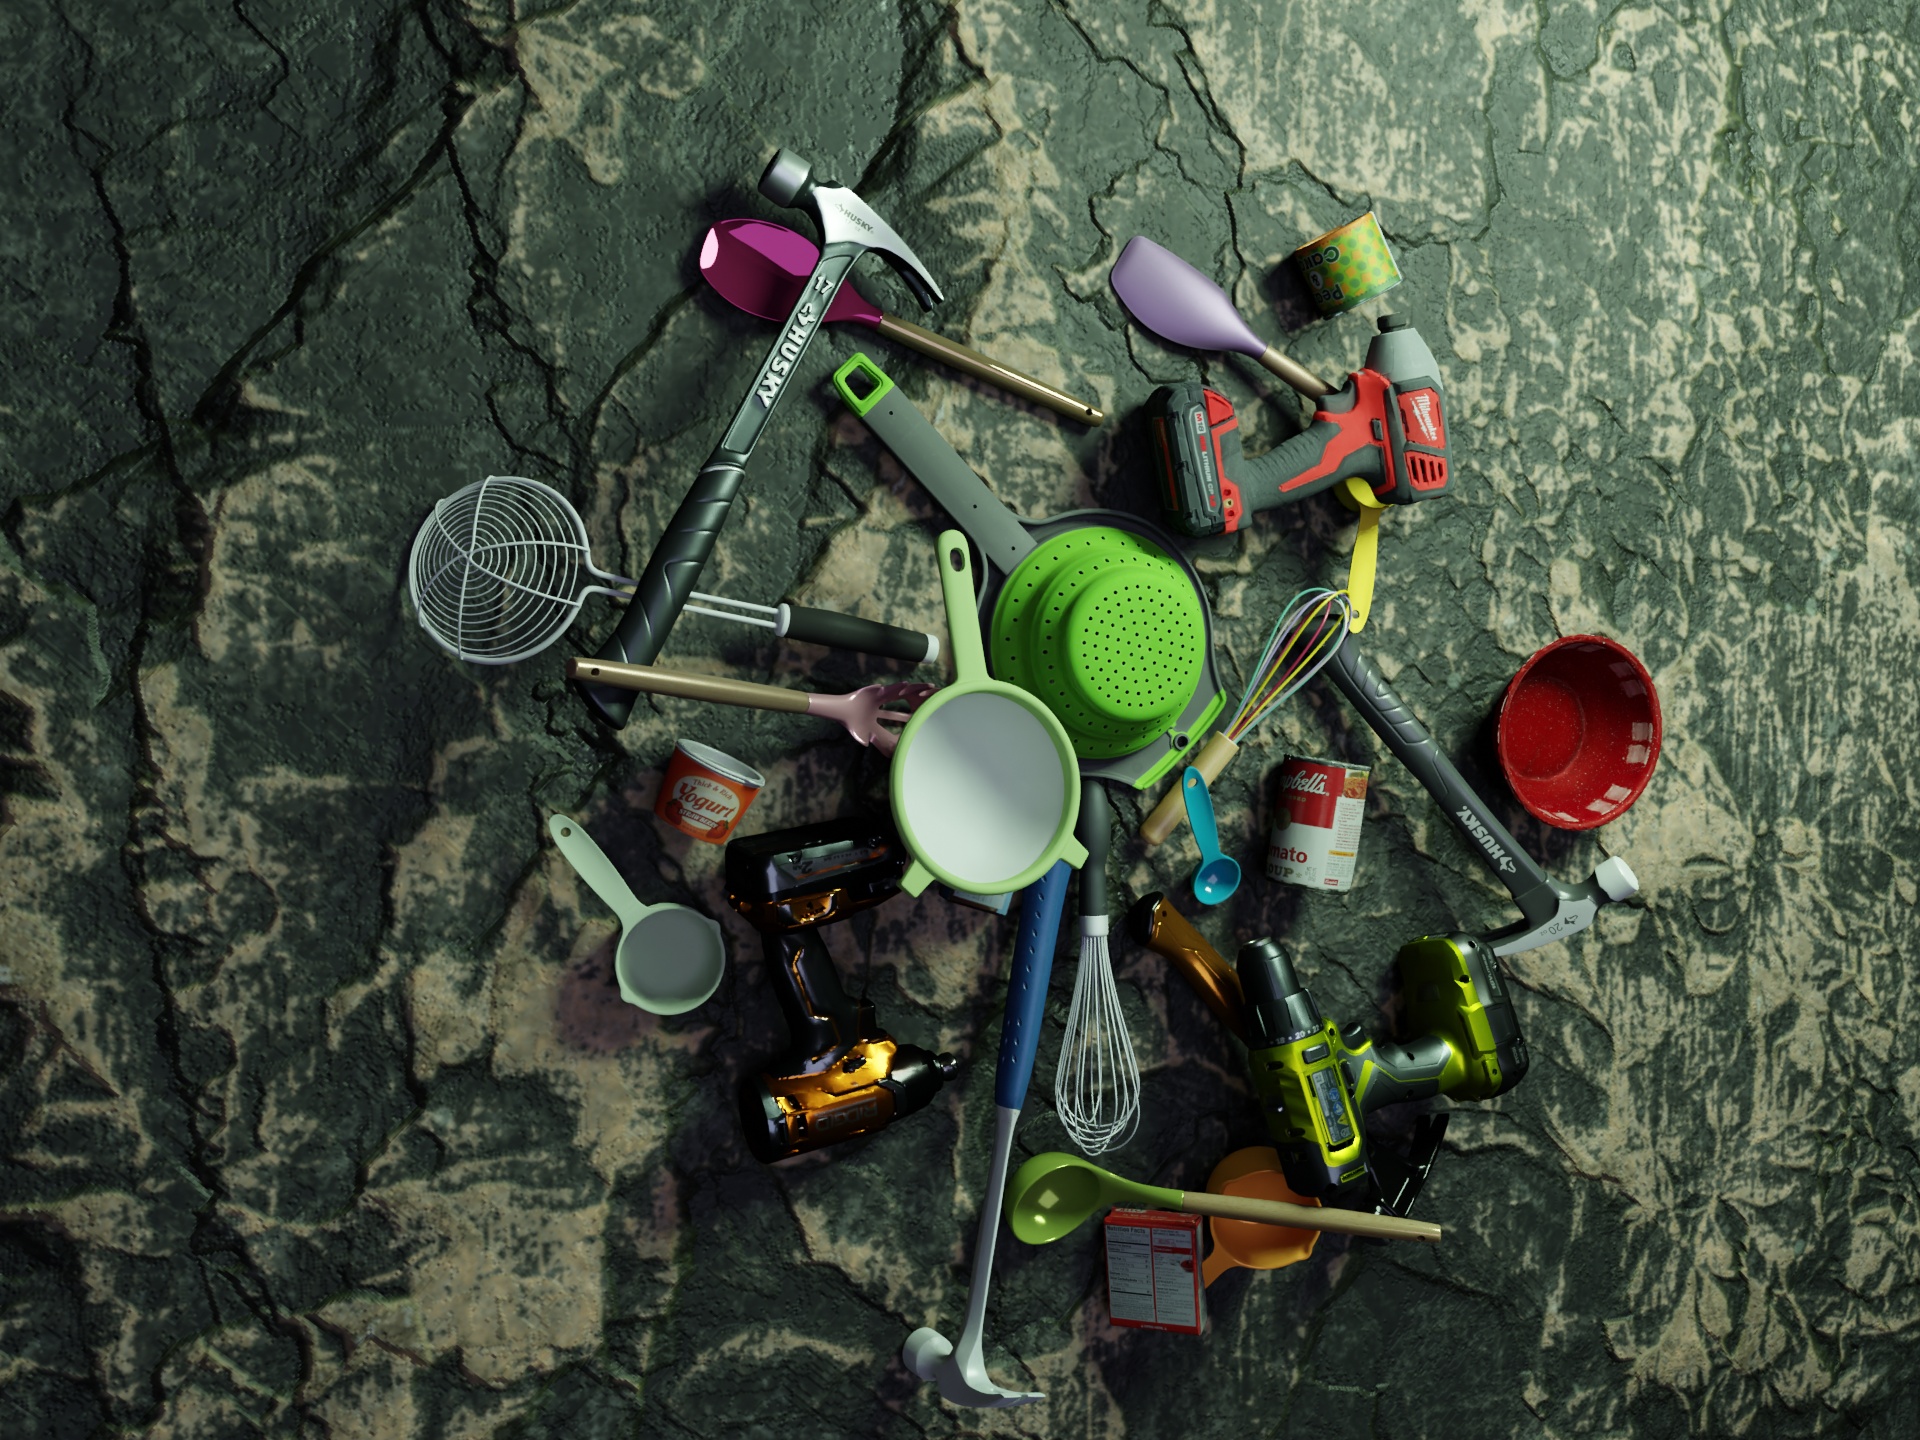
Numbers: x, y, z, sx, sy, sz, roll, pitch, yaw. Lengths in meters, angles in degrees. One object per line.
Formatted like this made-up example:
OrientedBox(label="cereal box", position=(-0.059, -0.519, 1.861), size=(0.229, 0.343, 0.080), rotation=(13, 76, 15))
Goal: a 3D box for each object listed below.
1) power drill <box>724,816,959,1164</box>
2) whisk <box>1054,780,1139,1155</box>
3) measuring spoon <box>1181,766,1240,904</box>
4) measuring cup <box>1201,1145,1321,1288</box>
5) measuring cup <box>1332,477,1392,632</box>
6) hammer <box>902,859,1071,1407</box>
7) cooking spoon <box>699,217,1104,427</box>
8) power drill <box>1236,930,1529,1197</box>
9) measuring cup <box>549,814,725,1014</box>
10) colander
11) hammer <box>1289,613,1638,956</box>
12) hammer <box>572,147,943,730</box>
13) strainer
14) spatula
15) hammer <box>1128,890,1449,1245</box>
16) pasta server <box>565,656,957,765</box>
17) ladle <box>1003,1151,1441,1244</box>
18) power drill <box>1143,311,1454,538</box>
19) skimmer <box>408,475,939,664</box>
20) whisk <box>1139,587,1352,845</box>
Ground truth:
OrientedBox(label="power drill", position=(-0.083, 0.189, 1.136), size=(0.164, 0.084, 0.226), rotation=(-9, 100, -26))
OrientedBox(label="whisk", position=(0.102, 0.188, 1.212), size=(0.070, 0.070, 0.284), rotation=(-1, 89, -18))
OrientedBox(label="measuring spoon", position=(0.186, 0.086, 1.230), size=(0.042, 0.021, 0.128), rotation=(-25, 119, -12))
OrientedBox(label="measuring cup", position=(0.209, 0.411, 1.266), size=(0.095, 0.052, 0.173), rotation=(42, 103, -10))
OrientedBox(label="measuring cup", position=(0.314, -0.144, 1.256), size=(0.062, 0.029, 0.156), rotation=(11, 82, -17))
OrientedBox(label="hammer", position=(0.037, 0.296, 1.170), size=(0.035, 0.144, 0.405), rotation=(13, 83, -30))
OrientedBox(label="cooking spoon", position=(-0.036, -0.278, 1.152), size=(0.318, 0.017, 0.069), rotation=(20, 80, -17))
OrientedBox(label="power drill", position=(0.320, 0.242, 1.239), size=(0.228, 0.080, 0.190), rotation=(-13, 83, -29))
OrientedBox(label="measuring cup", position=(-0.232, 0.130, 1.109), size=(0.083, 0.038, 0.167), rotation=(-39, 102, -11))
OrientedBox(label="colander", position=(0.059, -0.113, 1.153), size=(0.204, 0.094, 0.397), rotation=(-46, 105, -10))
OrientedBox(label="hammer", position=(0.379, 0.048, 1.275), size=(0.146, 0.035, 0.334), rotation=(-38, 97, 26))
OrientedBox(label="hammer", position=(-0.147, -0.179, 1.066), size=(0.149, 0.036, 0.409), rotation=(30, 75, -20))
OrientedBox(label="strainer", position=(-0.002, -0.004, 1.131), size=(0.151, 0.069, 0.256), rotation=(-7, 87, -29))
OrientedBox(label="spatula", position=(0.253, -0.268, 1.230), size=(0.315, 0.018, 0.060), rotation=(30, 85, -9))
OrientedBox(label="hammer", position=(0.256, 0.257, 1.262), size=(0.336, 0.034, 0.127), rotation=(47, 58, -10))
OrientedBox(label="pasta server", position=(-0.122, -0.014, 1.071), size=(0.316, 0.040, 0.060), rotation=(9, 94, -46))
OrientedBox(label="ladle", position=(0.191, 0.370, 1.181), size=(0.320, 0.062, 0.078), rotation=(4, 121, 11))
OrientedBox(label="power drill", position=(0.257, -0.219, 1.194), size=(0.219, 0.078, 0.143), rotation=(-12, 101, -5))
OrientedBox(label="skimmer", position=(-0.192, -0.080, 1.111), size=(0.363, 0.090, 0.127), rotation=(10, 82, -28))
OrientedBox(label="whisk", position=(0.217, -0.004, 1.222), size=(0.051, 0.047, 0.245), rotation=(38, 95, 1))
